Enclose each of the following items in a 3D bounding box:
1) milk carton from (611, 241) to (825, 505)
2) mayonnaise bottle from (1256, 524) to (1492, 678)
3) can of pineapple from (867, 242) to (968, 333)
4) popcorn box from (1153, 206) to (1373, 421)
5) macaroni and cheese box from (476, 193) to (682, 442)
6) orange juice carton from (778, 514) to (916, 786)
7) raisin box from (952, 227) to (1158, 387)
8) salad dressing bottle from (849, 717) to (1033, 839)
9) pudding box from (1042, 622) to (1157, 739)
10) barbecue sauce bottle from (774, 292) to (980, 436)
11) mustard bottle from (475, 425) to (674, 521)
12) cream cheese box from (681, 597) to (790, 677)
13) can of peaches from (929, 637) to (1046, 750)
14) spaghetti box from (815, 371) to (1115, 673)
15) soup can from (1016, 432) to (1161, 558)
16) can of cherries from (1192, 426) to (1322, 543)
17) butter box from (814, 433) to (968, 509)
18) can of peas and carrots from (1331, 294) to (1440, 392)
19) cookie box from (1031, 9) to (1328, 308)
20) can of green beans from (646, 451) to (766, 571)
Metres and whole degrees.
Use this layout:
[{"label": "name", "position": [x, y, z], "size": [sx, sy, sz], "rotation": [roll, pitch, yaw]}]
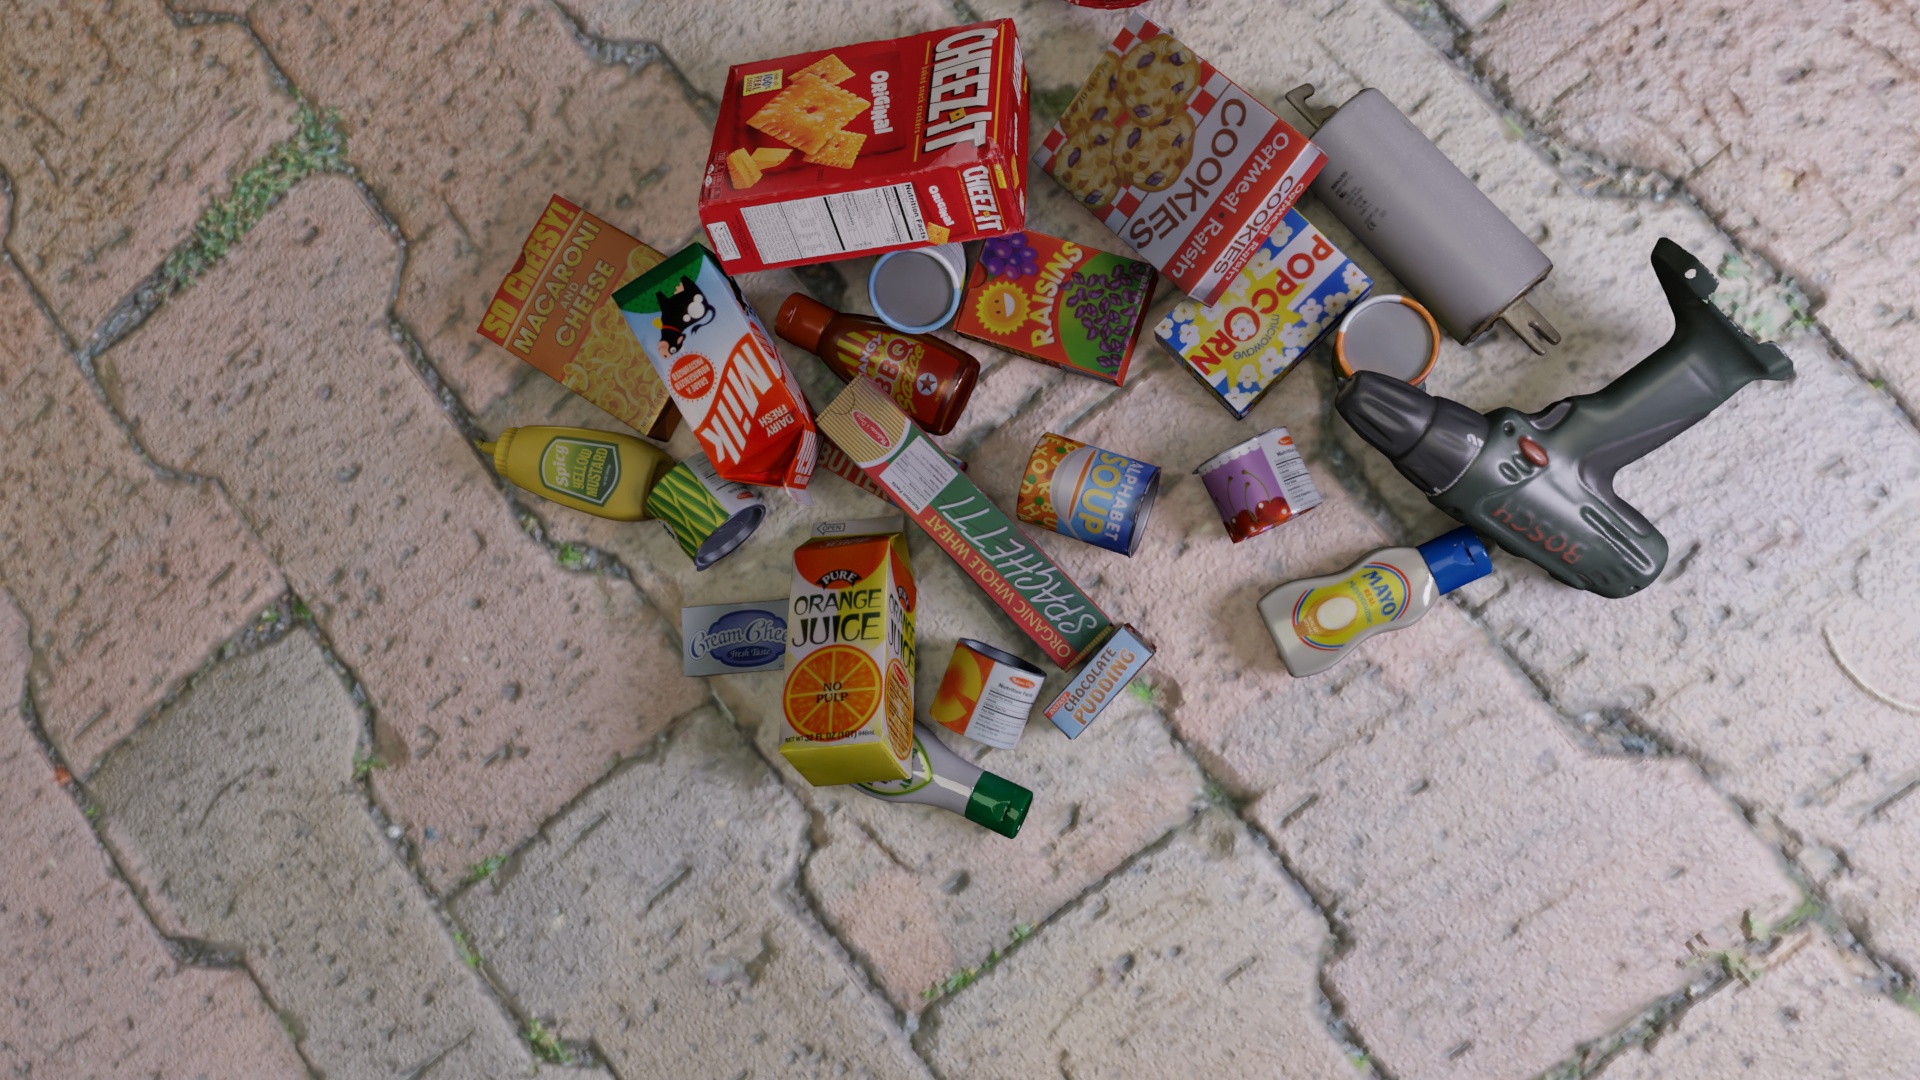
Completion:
[{"label": "milk carton", "position": [-0.157, -0.106, 0.976], "size": [0.073, 0.072, 0.190], "rotation": [-31, 87, 5]}, {"label": "mayonnaise bottle", "position": [0.276, 0.036, 0.925], "size": [0.148, 0.041, 0.065], "rotation": [-26, 80, 10]}, {"label": "can of pineapple", "position": [-0.031, -0.185, 0.982], "size": [0.071, 0.058, 0.070], "rotation": [3, 120, 5]}, {"label": "popcorn box", "position": [0.207, -0.157, 0.953], "size": [0.126, 0.038, 0.085], "rotation": [-45, 80, 6]}, {"label": "macaroni and cheese box", "position": [-0.266, -0.169, 1.052], "size": [0.166, 0.040, 0.123], "rotation": [31, 92, 11]}, {"label": "orange juice carton", "position": [-0.075, 0.067, 0.962], "size": [0.072, 0.072, 0.193], "rotation": [-7, 58, 12]}, {"label": "raisin box", "position": [0.068, -0.167, 0.983], "size": [0.123, 0.040, 0.086], "rotation": [19, 92, 13]}, {"label": "salad dressing bottle", "position": [-0.022, 0.164, 0.980], "size": [0.148, 0.044, 0.064], "rotation": [22, 91, 12]}, {"label": "pudding box", "position": [0.097, 0.096, 0.956], "size": [0.030, 0.049, 0.083], "rotation": [43, 97, 9]}, {"label": "barbecue sauce bottle", "position": [-0.063, -0.133, 1.006], "size": [0.149, 0.044, 0.064], "rotation": [27, 99, 12]}, {"label": "mustard bottle", "position": [-0.299, -0.056, 1.049], "size": [0.160, 0.049, 0.065], "rotation": [12, 88, 12]}, {"label": "cream cheese box", "position": [-0.153, 0.071, 1.023], "size": [0.104, 0.024, 0.053], "rotation": [-6, 85, 12]}, {"label": "can of peaches", "position": [0.018, 0.106, 0.965], "size": [0.071, 0.071, 0.058], "rotation": [23, 92, 12]}, {"label": "spaghetti box", "position": [0.003, -0.012, 0.971], "size": [0.250, 0.029, 0.050], "rotation": [45, 96, 0]}, {"label": "soup can", "position": [0.088, -0.032, 0.954], "size": [0.084, 0.071, 0.071], "rotation": [19, 91, 12]}, {"label": "can of cherries", "position": [0.199, -0.036, 0.935], "size": [0.071, 0.071, 0.058], "rotation": [-26, 83, 10]}, {"label": "butter box", "position": [-0.052, -0.057, 1.009], "size": [0.103, 0.024, 0.053], "rotation": [28, 92, 12]}, {"label": "can of peas and carrots", "position": [0.284, -0.124, 0.924], "size": [0.071, 0.059, 0.071], "rotation": [-1, 87, 13]}, {"label": "cookie box", "position": [0.145, -0.257, 0.936], "size": [0.168, 0.040, 0.122], "rotation": [48, 113, 26]}, {"label": "can of green beans", "position": [-0.186, -0.023, 1.014], "size": [0.071, 0.071, 0.058], "rotation": [-44, 79, 7]}]
